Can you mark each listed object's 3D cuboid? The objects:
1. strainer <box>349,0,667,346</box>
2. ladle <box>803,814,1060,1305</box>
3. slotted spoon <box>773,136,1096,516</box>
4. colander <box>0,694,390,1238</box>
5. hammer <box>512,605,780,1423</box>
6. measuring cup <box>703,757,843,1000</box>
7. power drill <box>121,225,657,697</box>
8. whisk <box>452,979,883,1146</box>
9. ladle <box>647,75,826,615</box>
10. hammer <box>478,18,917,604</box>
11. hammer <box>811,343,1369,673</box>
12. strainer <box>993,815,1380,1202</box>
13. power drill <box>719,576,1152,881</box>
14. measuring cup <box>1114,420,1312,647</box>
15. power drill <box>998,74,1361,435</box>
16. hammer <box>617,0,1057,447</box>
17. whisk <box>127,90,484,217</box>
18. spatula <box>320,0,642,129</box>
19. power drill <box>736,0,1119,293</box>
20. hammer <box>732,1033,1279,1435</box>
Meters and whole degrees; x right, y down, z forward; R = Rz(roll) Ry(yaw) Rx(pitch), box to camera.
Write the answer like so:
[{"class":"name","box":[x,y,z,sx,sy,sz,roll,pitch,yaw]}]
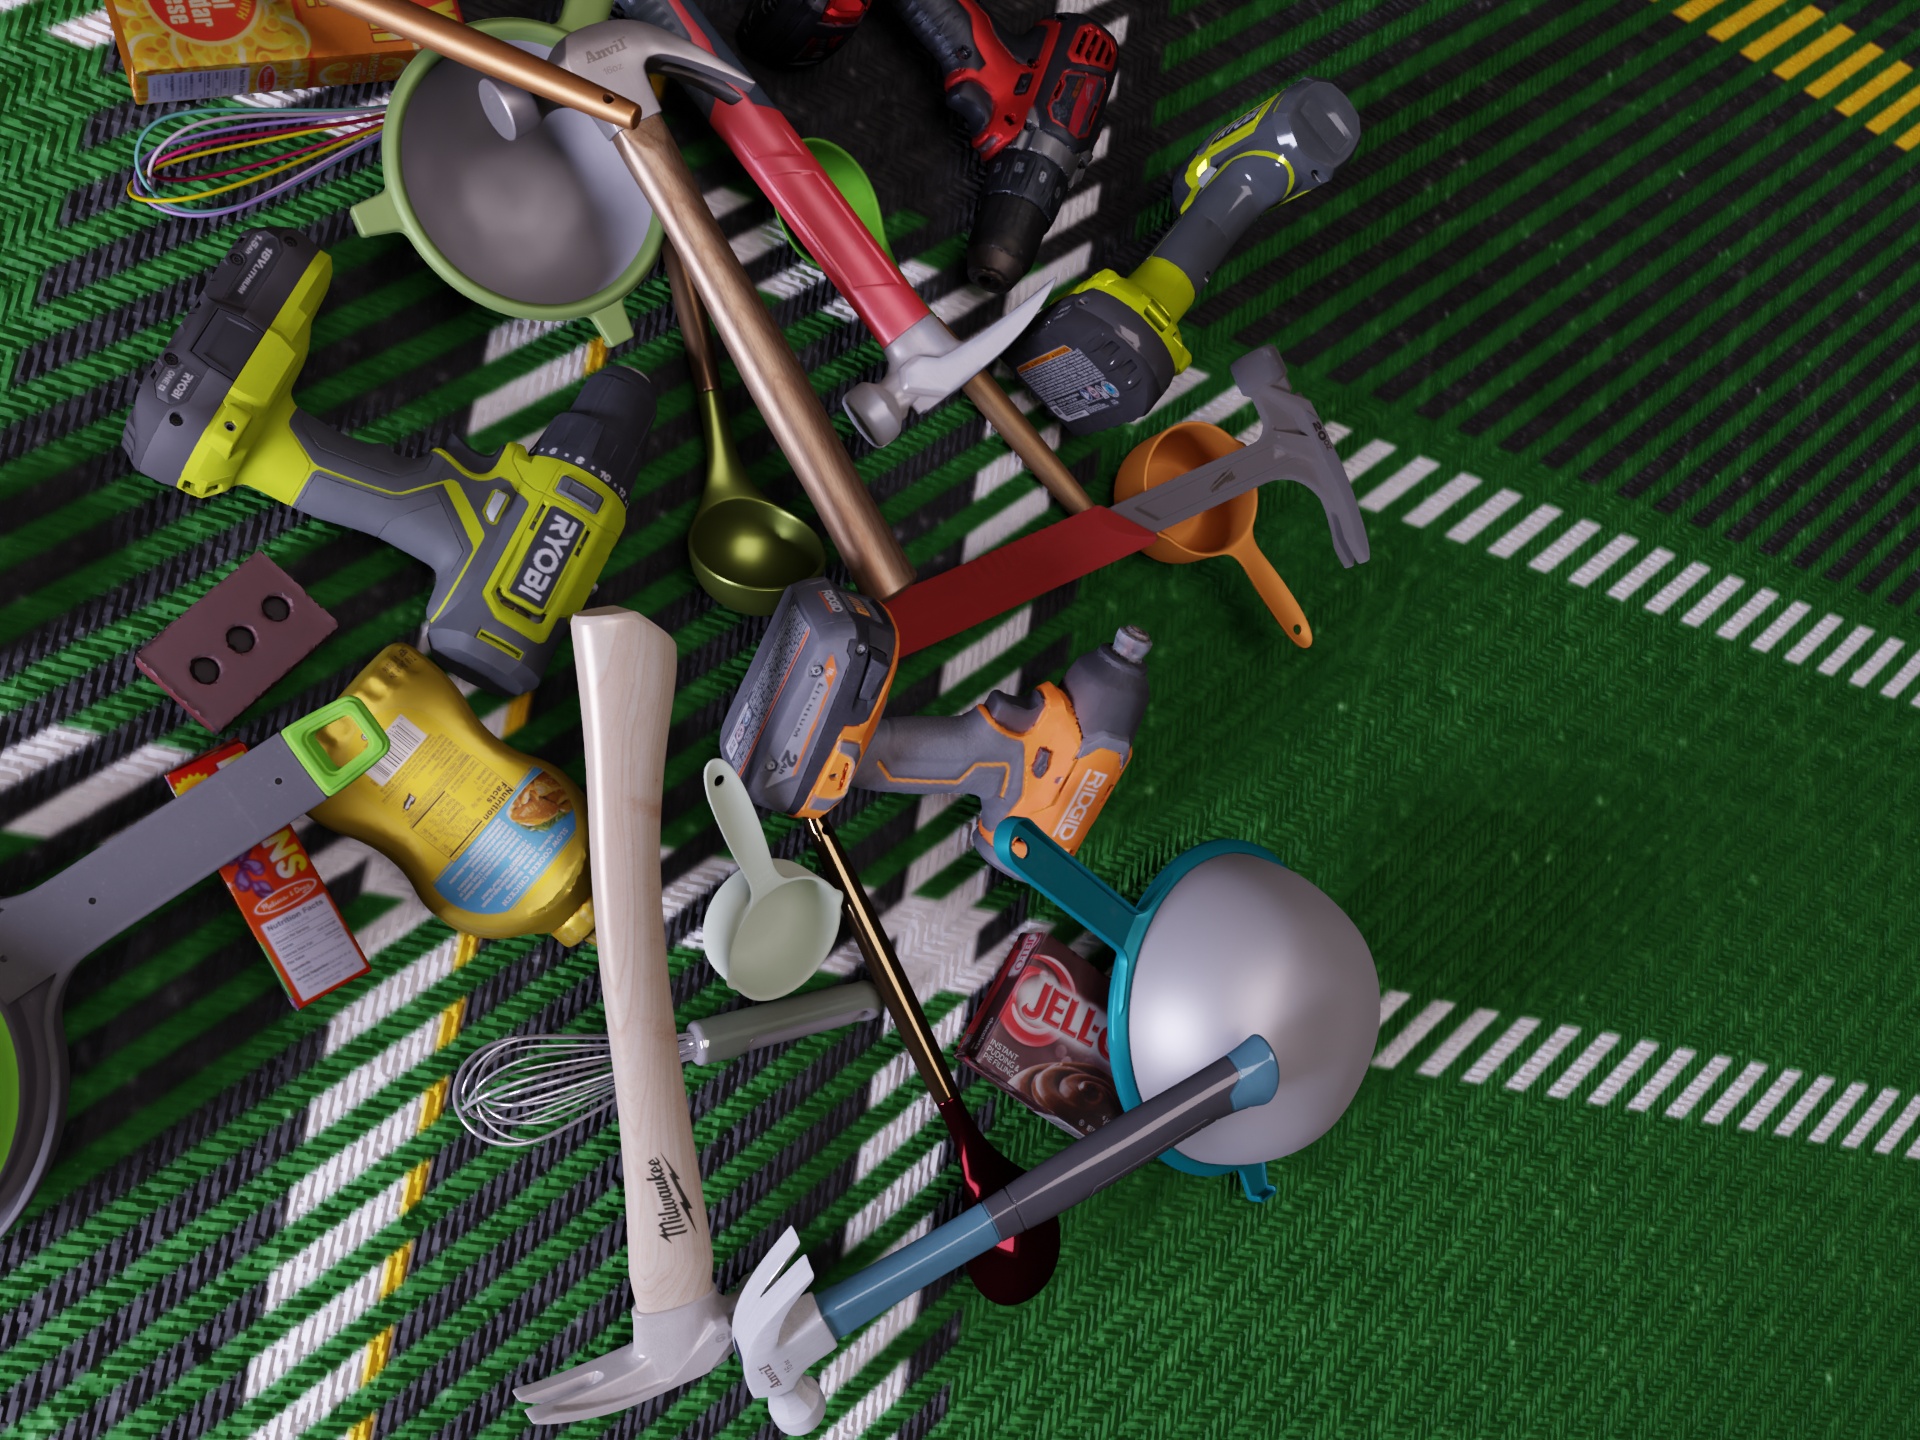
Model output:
[{"class":"strainer","box":[-0.219,-0.335,0.847,0.151,0.069,0.256,19,83,-31]},{"class":"ladle","box":[-0.018,0.192,0.909,0.069,0.031,0.315,-28,94,-35]},{"class":"slotted spoon","box":[-0.005,-0.223,0.982,0.313,0.031,0.070,47,68,-17]},{"class":"colander","box":[-0.415,0.113,0.647,0.397,0.094,0.204,-35,100,-8]},{"class":"hammer","box":[-0.168,0.149,0.796,0.146,0.038,0.410,-11,105,-33]},{"class":"measuring cup","box":[-0.116,0.078,0.851,0.083,0.038,0.167,-38,133,-26]},{"class":"power drill","box":[-0.276,-0.144,0.812,0.228,0.080,0.191,31,67,-23]},{"class":"whisk","box":[-0.150,0.178,0.862,0.246,0.057,0.059,-9,59,-31]},{"class":"ladle","box":[-0.143,-0.214,0.896,0.078,0.062,0.320,-12,88,-29]},{"class":"hammer","box":[-0.113,-0.212,0.853,0.130,0.031,0.331,-37,108,-24]},{"class":"hammer","box":[0.072,-0.096,0.958,0.359,0.037,0.149,-25,91,-14]},{"class":"strainer","box":[0.153,0.147,0.938,0.340,0.095,0.211,40,64,-36]},{"class":"power drill","box":[-0.001,-0.003,0.893,0.226,0.084,0.164,16,112,-29]},{"class":"measuring cup","box":[0.168,-0.114,1.044,0.095,0.052,0.173,-45,106,-23]},{"class":"power drill","box":[0.131,-0.286,0.986,0.080,0.171,0.223,43,77,-17]},{"class":"hammer","box":[-0.110,-0.350,0.897,0.143,0.038,0.386,-39,97,-6]},{"class":"whisk","box":[-0.313,-0.313,0.830,0.245,0.047,0.051,-32,111,-30]},{"class":"spatula","box":[-0.302,-0.355,0.758,0.322,0.041,0.081,24,75,2]},{"class":"power drill","box":[-0.017,-0.386,0.965,0.226,0.080,0.188,26,74,-25]},{"class":"hammer","box":[0.029,0.265,0.861,0.331,0.033,0.128,-27,130,-11]}]
